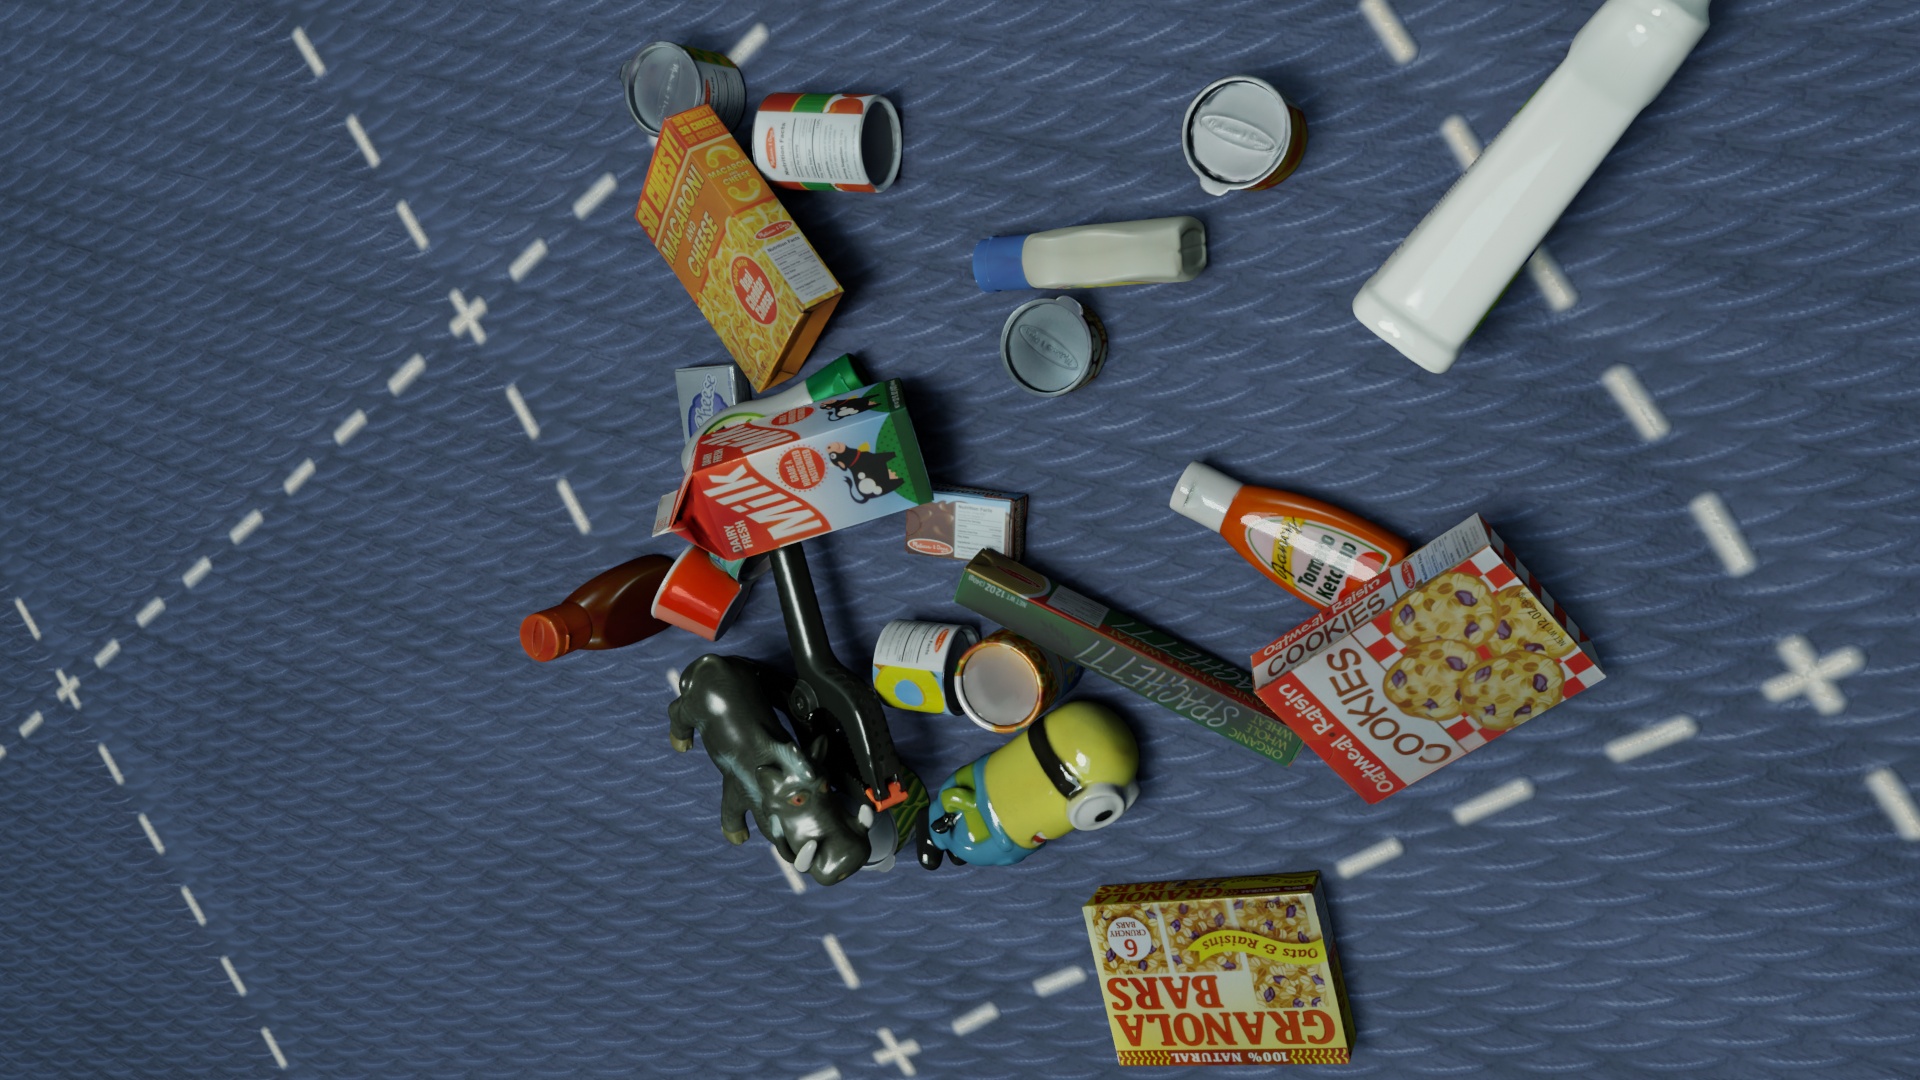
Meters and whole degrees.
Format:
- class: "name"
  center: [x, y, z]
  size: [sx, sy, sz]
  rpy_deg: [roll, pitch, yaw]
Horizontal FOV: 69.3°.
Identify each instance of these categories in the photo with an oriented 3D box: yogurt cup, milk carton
- class: "yogurt cup"
  center: [-0.199, 0.042, 1.075]
  size: [0.054, 0.073, 0.072]
  rpy_deg: [30, 112, 3]
- class: "milk carton"
  center: [-0.121, -0.045, 0.967]
  size: [0.191, 0.072, 0.073]
  rpy_deg: [-16, 115, 1]

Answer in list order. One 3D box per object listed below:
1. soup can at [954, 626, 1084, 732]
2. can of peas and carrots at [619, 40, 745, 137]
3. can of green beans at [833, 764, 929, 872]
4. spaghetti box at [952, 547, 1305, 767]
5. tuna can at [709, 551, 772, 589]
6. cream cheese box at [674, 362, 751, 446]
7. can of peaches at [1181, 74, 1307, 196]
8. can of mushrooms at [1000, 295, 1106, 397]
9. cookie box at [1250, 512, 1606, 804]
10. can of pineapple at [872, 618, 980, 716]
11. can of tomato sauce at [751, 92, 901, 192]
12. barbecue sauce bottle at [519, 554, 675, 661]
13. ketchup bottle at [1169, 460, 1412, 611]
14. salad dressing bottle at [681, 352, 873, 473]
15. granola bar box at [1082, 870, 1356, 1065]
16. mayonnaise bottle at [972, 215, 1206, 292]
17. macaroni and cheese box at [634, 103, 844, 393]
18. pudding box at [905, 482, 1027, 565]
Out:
- class: "soup can"
  center: [0.044, 0.089, 0.963]
  size: [0.071, 0.084, 0.071]
  rpy_deg: [5, 103, 23]
- class: "can of peas and carrots"
  center: [-0.200, -0.323, 1.002]
  size: [0.071, 0.059, 0.070]
  rpy_deg: [5, 103, 24]
- class: "can of green beans"
  center: [-0.064, 0.208, 1.052]
  size: [0.071, 0.058, 0.071]
  rpy_deg: [5, 103, 24]
- class: "spaghetti box"
  center: [0.115, 0.076, 0.929]
  size: [0.250, 0.050, 0.028]
  rpy_deg: [26, 113, 9]
- class: "tuna can"
  center: [-0.156, 0.000, 1.046]
  size: [0.033, 0.071, 0.070]
  rpy_deg: [41, 114, 13]
- class: "cream cheese box"
  center: [-0.184, -0.083, 1.064]
  size: [0.053, 0.024, 0.103]
  rpy_deg: [-2, 100, 25]
- class: "can of peaches"
  center: [0.173, -0.245, 0.848]
  size: [0.071, 0.058, 0.071]
  rpy_deg: [6, 104, 23]
- class: "can of mushrooms"
  center: [0.064, -0.133, 0.935]
  size: [0.071, 0.033, 0.071]
  rpy_deg: [5, 103, 24]
- class: "cookie box"
  center: [0.282, 0.078, 0.849]
  size: [0.167, 0.040, 0.123]
  rpy_deg: [-37, 111, 26]
- class: "can of pineapple"
  center: [-0.023, 0.093, 1.005]
  size: [0.058, 0.071, 0.071]
  rpy_deg: [4, 103, 25]
- class: "can of tomato sauce"
  center: [-0.090, -0.275, 0.960]
  size: [0.083, 0.071, 0.071]
  rpy_deg: [8, 104, 23]
- class: "barbecue sauce bottle"
  center: [-0.273, 0.056, 1.065]
  size: [0.044, 0.149, 0.064]
  rpy_deg: [16, 108, 20]
- class: "ketchup bottle"
  center: [0.208, -0.004, 0.891]
  size: [0.149, 0.044, 0.064]
  rpy_deg: [29, 114, 17]
- class: "salad dressing bottle"
  center: [-0.133, -0.084, 1.015]
  size: [0.147, 0.044, 0.064]
  rpy_deg: [-31, 96, 12]
- class: "granola bar box"
  center: [0.180, 0.301, 0.970]
  size: [0.165, 0.039, 0.124]
  rpy_deg: [-11, 96, 26]
- class: "mayonnaise bottle"
  center: [0.081, -0.184, 0.903]
  size: [0.148, 0.065, 0.041]
  rpy_deg: [1, 105, 29]
- class: "macaroni and cheese box"
  center: [-0.161, -0.205, 0.989]
  size: [0.166, 0.040, 0.123]
  rpy_deg: [55, 149, 6]
- class: "pudding box"
  center: [0.004, -0.012, 0.990]
  size: [0.084, 0.030, 0.049]
  rpy_deg: [7, 105, 23]
